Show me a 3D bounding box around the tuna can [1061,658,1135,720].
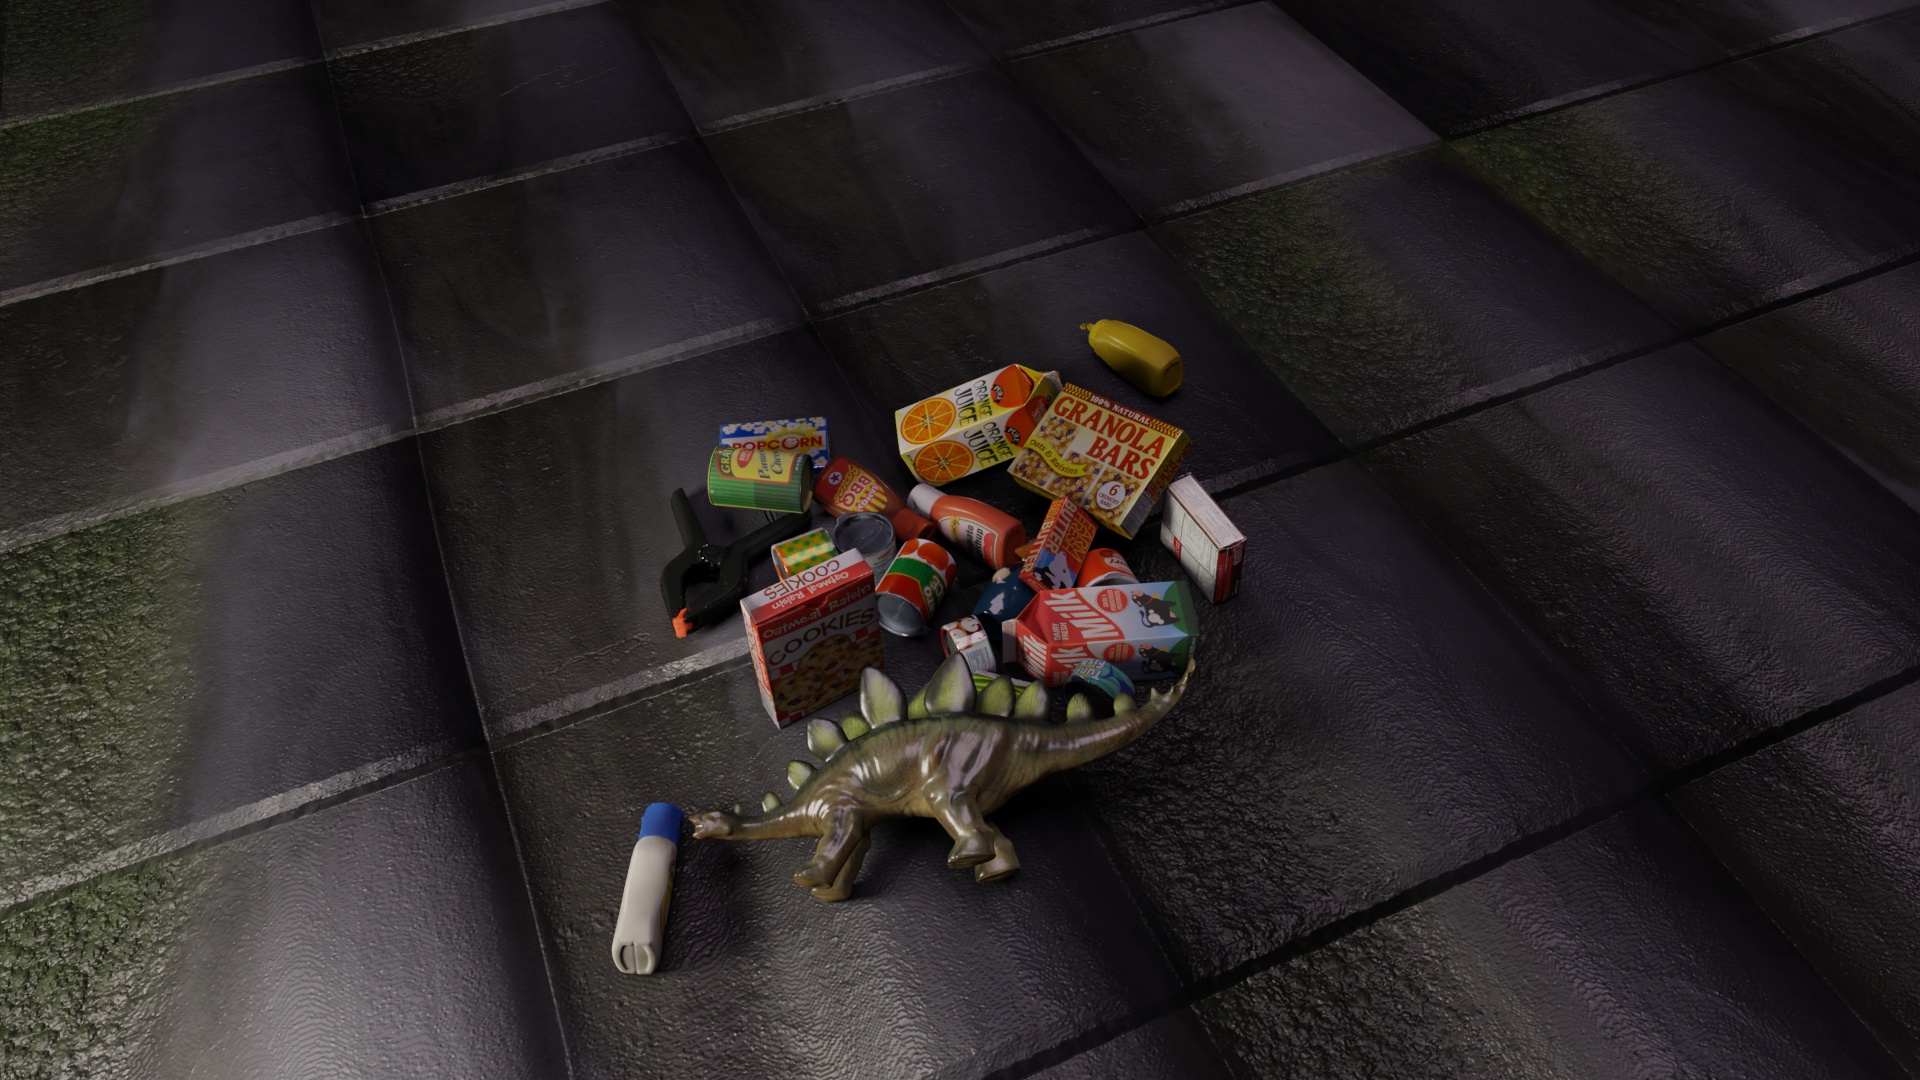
[{"bbox_3d":[0.133,0.147,1.348,0.071,0.070,0.033,23,51,21],"label":"tuna can"}]

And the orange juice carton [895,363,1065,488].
[{"bbox_3d":[0.029,-0.134,1.569,0.192,0.071,0.073,-21,47,12],"label":"orange juice carton"}]

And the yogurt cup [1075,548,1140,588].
[{"bbox_3d":[0.151,0.045,1.448,0.072,0.072,0.054,-8,40,-5],"label":"yogurt cup"}]

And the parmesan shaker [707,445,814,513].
[{"bbox_3d":[-0.217,-0.069,1.526,0.103,0.071,0.072,5,48,6],"label":"parmesan shaker"}]

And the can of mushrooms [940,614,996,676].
[{"bbox_3d":[0.007,0.110,1.391,0.033,0.070,0.071,-20,50,-15],"label":"can of mushrooms"}]

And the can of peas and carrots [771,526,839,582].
[{"bbox_3d":[-0.161,0.028,1.472,0.059,0.070,0.071,-21,50,-16],"label":"can of peas and carrots"}]

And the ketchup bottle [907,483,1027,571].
[{"bbox_3d":[0.005,-0.019,1.515,0.044,0.064,0.149,-30,44,-35],"label":"ketchup bottle"}]

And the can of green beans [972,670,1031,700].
[{"bbox_3d":[0.036,0.163,1.340,0.058,0.071,0.071,13,49,14],"label":"can of green beans"}]

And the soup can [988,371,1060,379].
[{"bbox_3d":[0.075,-0.168,1.641,0.084,0.071,0.072,-2,47,0],"label":"soup can"}]

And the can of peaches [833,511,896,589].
[{"bbox_3d":[-0.103,0.010,1.491,0.071,0.057,0.071,-1,47,2],"label":"can of peaches"}]

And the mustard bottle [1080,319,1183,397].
[{"bbox_3d":[0.204,-0.235,1.705,0.049,0.065,0.160,-34,51,-21],"label":"mustard bottle"}]

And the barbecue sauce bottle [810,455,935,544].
[{"bbox_3d":[-0.094,-0.037,1.542,0.149,0.043,0.065,31,75,27],"label":"barbecue sauce bottle"}]

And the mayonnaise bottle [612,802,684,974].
[{"bbox_3d":[-0.274,0.302,1.226,0.041,0.064,0.149,5,43,-3],"label":"mayonnaise bottle"}]

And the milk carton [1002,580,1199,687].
[{"bbox_3d":[0.137,0.095,1.395,0.191,0.072,0.074,-4,48,-2],"label":"milk carton"}]

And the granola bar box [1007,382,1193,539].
[{"bbox_3d":[0.149,-0.088,1.496,0.166,0.039,0.124,29,82,39],"label":"granola bar box"}]

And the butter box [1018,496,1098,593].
[{"bbox_3d":[0.102,0.010,1.436,0.024,0.053,0.104,-17,41,52],"label":"butter box"}]

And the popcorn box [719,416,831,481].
[{"bbox_3d":[-0.213,-0.098,1.608,0.127,0.038,0.085,-5,48,-3],"label":"popcorn box"}]

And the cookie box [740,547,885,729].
[{"bbox_3d":[-0.138,0.096,1.338,0.123,0.166,0.040,-25,52,-20],"label":"cookie box"}]

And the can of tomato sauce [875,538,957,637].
[{"bbox_3d":[-0.048,0.050,1.447,0.071,0.070,0.083,17,49,17],"label":"can of tomato sauce"}]
